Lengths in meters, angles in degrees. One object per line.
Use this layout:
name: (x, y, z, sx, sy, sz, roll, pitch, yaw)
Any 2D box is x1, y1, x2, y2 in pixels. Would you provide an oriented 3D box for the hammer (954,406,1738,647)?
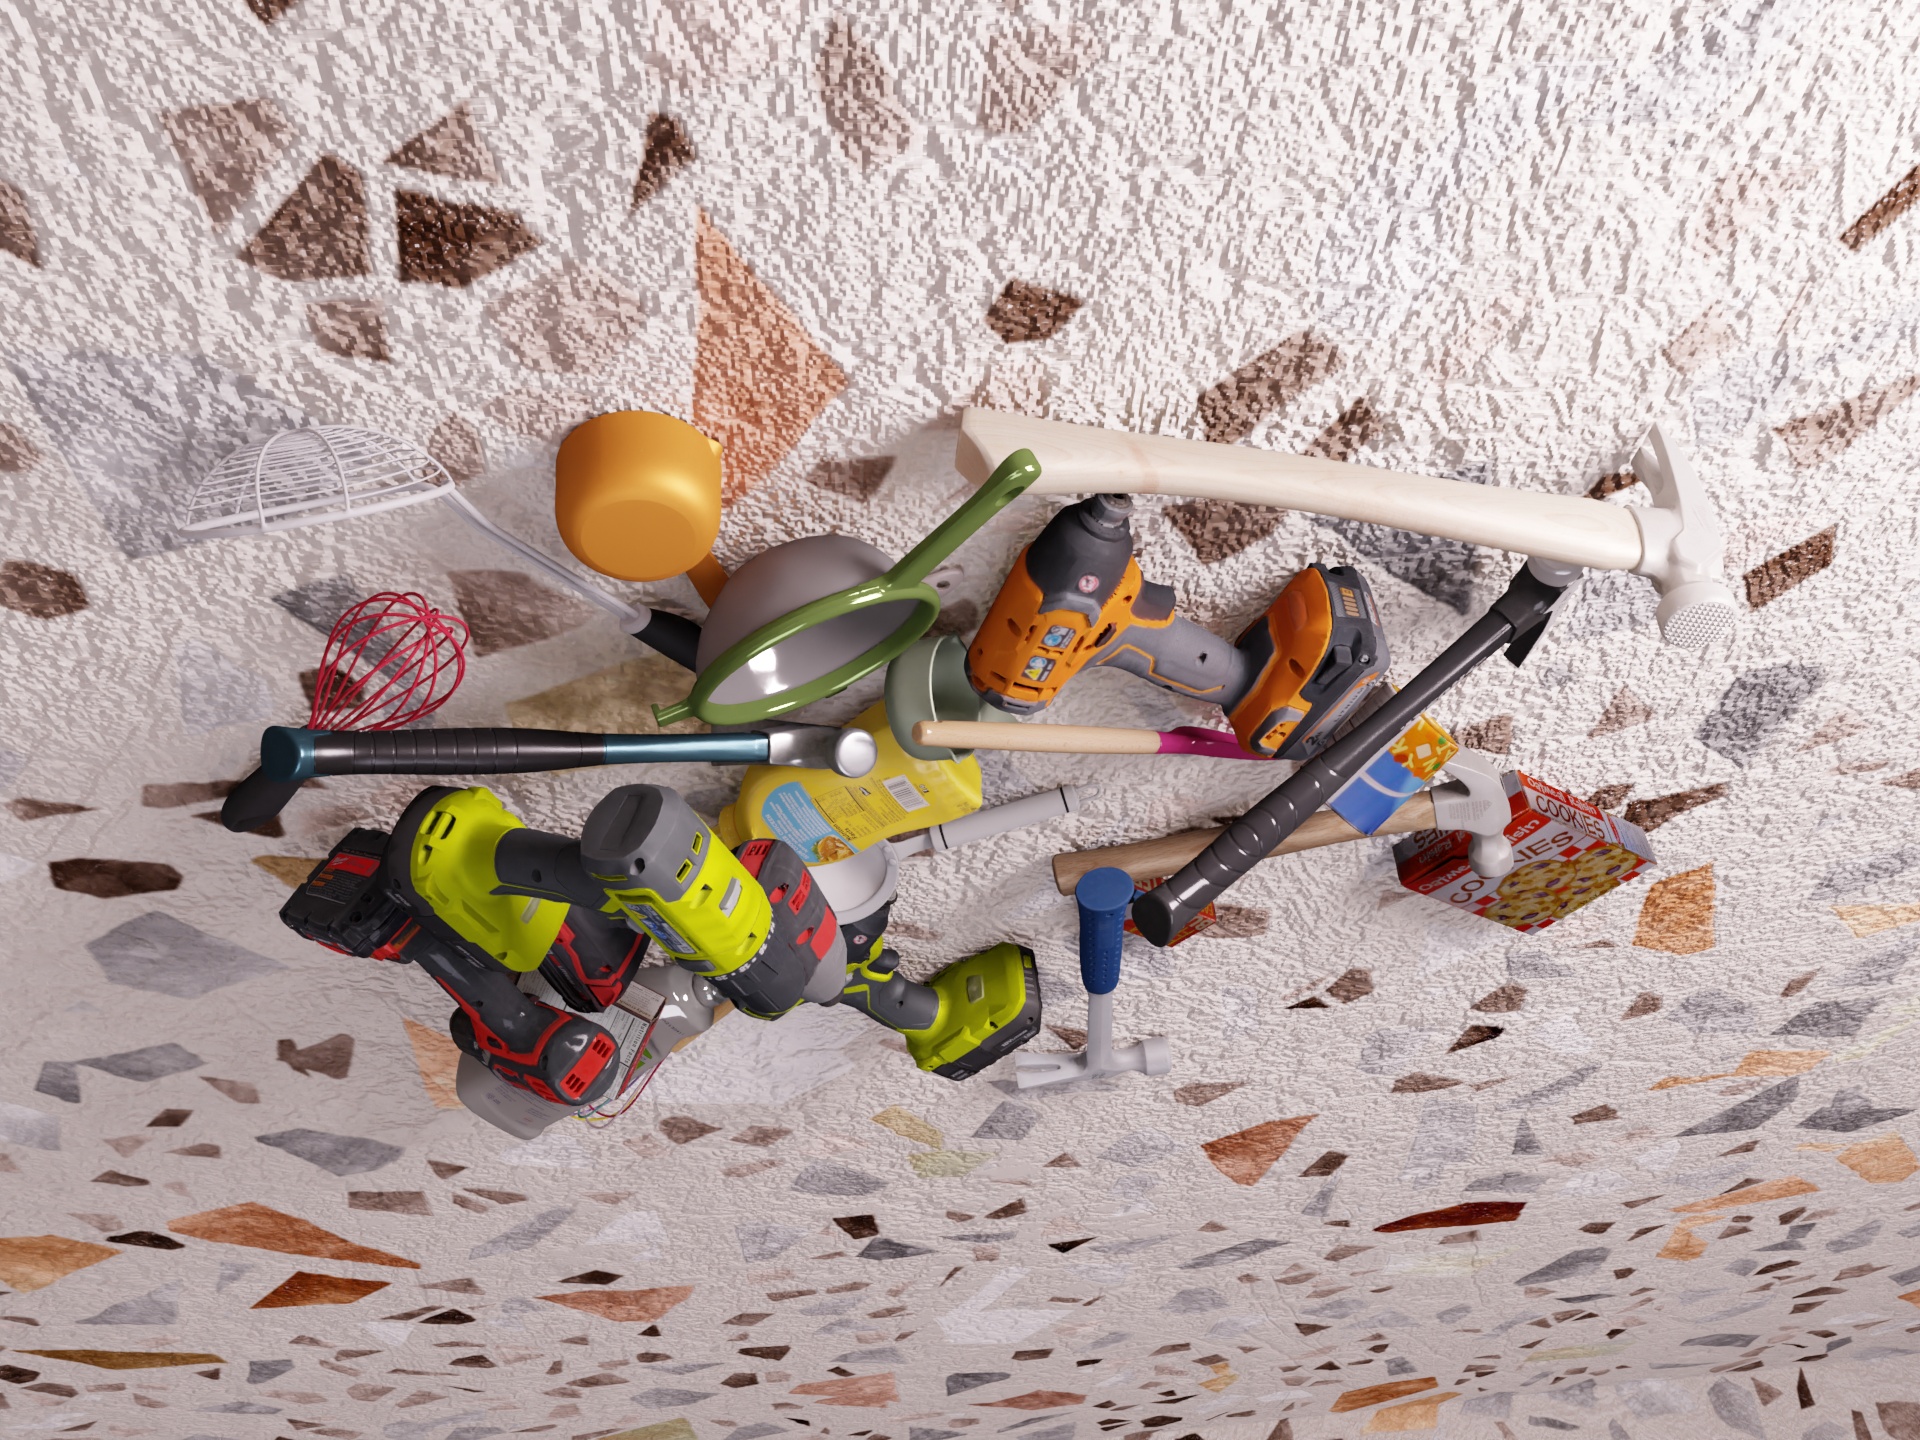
hammer: (0.203, -0.130, 0.854, 0.410, 0.146, 0.038, 8, 141, -4)

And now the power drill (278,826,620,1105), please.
power drill: (-0.355, 0.176, 1.101, 0.188, 0.080, 0.226, 2, 138, 48)

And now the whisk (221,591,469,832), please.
whisk: (-0.380, 0.004, 0.954, 0.073, 0.073, 0.296, 24, 139, -35)

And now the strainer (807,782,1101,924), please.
strainer: (-0.023, 0.086, 1.136, 0.258, 0.050, 0.086, -17, 122, 3)

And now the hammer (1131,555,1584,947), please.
hammer: (0.236, 0.019, 0.956, 0.335, 0.035, 0.146, -40, 161, -4)

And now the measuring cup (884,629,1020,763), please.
measuring cup: (-0.002, -0.003, 1.004, 0.038, 0.083, 0.167, -6, 166, 21)

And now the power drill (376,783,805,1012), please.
power drill: (-0.214, 0.110, 0.954, 0.228, 0.080, 0.190, 1, 143, 29)

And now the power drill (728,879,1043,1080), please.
power drill: (-0.048, 0.201, 1.255, 0.223, 0.080, 0.171, 27, 129, -34)

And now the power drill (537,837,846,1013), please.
power drill: (-0.184, 0.145, 1.089, 0.220, 0.079, 0.143, -3, 134, 24)

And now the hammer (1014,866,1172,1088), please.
hammer: (0.110, 0.224, 1.311, 0.144, 0.035, 0.405, -8, 149, 0)

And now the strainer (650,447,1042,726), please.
strainer: (-0.058, -0.086, 0.853, 0.256, 0.069, 0.151, -37, 164, 37)

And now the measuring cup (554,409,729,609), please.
measuring cup: (-0.157, -0.090, 0.868, 0.095, 0.052, 0.173, -15, 141, 10)

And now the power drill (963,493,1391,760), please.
power drill: (0.134, -0.058, 0.941, 0.226, 0.084, 0.164, 11, 139, -17)

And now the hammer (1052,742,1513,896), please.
hammer: (0.230, 0.084, 1.164, 0.331, 0.031, 0.129, -11, 125, 12)

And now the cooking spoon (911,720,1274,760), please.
cooking spoon: (0.102, 0.013, 0.999, 0.318, 0.069, 0.017, 3, 101, -37)

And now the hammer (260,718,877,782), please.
hammer: (-0.223, 0.017, 0.918, 0.331, 0.033, 0.128, 0, -177, -29)

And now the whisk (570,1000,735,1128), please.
whisk: (-0.257, 0.284, 1.356, 0.245, 0.051, 0.047, -39, 99, 28)

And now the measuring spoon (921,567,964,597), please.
measuring spoon: (-0.048, -0.057, 0.959, 0.124, 0.018, 0.034, -28, 138, 25)

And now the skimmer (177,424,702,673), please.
skimmer: (-0.234, -0.056, 0.870, 0.127, 0.090, 0.362, 5, 160, 43)
